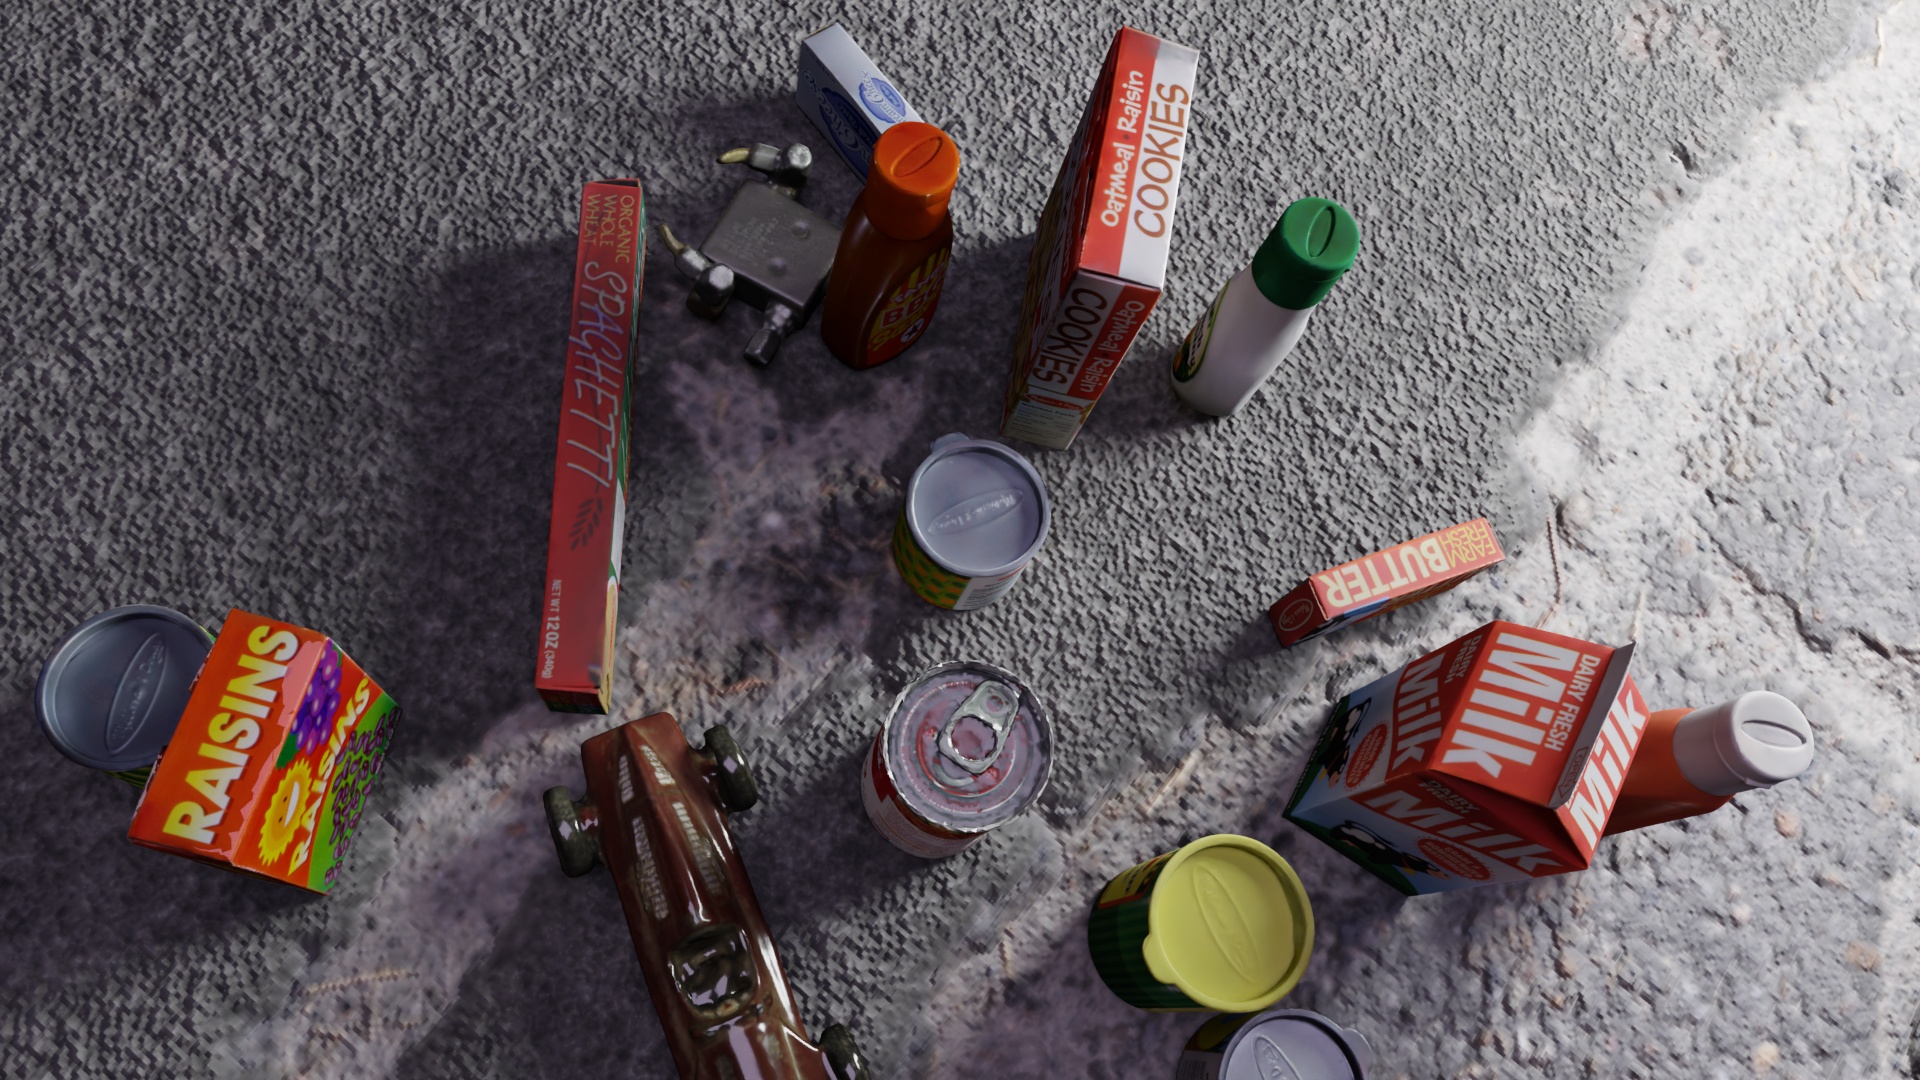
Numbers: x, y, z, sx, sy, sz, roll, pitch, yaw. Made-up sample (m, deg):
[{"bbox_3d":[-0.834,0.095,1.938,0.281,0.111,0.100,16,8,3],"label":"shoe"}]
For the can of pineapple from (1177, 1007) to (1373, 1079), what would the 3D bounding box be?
[{"bbox_3d":[0.132,0.232,0.586,0.071,0.057,0.071,3,70,-9],"label":"can of pineapple"}]

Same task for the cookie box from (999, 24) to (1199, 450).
[{"bbox_3d":[0.059,-0.132,0.643,0.040,0.166,0.123,13,69,-5],"label":"cookie box"}]

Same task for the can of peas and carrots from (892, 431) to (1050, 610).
[{"bbox_3d":[0.002,-0.008,0.647,0.071,0.058,0.071,3,70,-9],"label":"can of peas and carrots"}]

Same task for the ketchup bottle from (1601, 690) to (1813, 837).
[{"bbox_3d":[0.308,0.101,0.614,0.065,0.148,0.044,13,70,-5],"label":"ketchup bottle"}]

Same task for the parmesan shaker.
[{"bbox_3d":[0.094,0.163,0.579,0.071,0.102,0.071,3,71,-9],"label":"parmesan shaker"}]

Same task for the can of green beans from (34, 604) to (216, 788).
[{"bbox_3d":[-0.326,0.066,0.564,0.071,0.057,0.071,3,70,-9],"label":"can of green beans"}]

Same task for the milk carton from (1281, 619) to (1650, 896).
[{"bbox_3d":[0.213,0.093,0.578,0.073,0.190,0.072,32,69,2],"label":"milk carton"}]

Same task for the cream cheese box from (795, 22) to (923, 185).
[{"bbox_3d":[-0.044,-0.209,0.714,0.024,0.053,0.104,-36,80,-19],"label":"cream cheese box"}]

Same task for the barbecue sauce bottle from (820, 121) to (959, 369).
[{"bbox_3d":[-0.030,-0.134,0.638,0.044,0.148,0.065,45,70,7],"label":"barbecue sauce bottle"}]

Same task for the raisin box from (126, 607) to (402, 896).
[{"bbox_3d":[-0.261,0.085,0.533,0.040,0.123,0.086,17,69,-4],"label":"raisin box"}]

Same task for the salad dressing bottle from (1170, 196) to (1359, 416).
[{"bbox_3d":[0.143,-0.109,0.660,0.044,0.147,0.064,25,69,-1],"label":"salad dressing bottle"}]

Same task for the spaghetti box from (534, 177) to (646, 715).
[{"bbox_3d":[-0.167,-0.047,0.636,0.029,0.050,0.251,3,70,-9],"label":"spaghetti box"}]

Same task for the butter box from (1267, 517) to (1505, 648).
[{"bbox_3d":[0.206,0.021,0.676,0.104,0.053,0.024,-17,75,-15],"label":"butter box"}]
